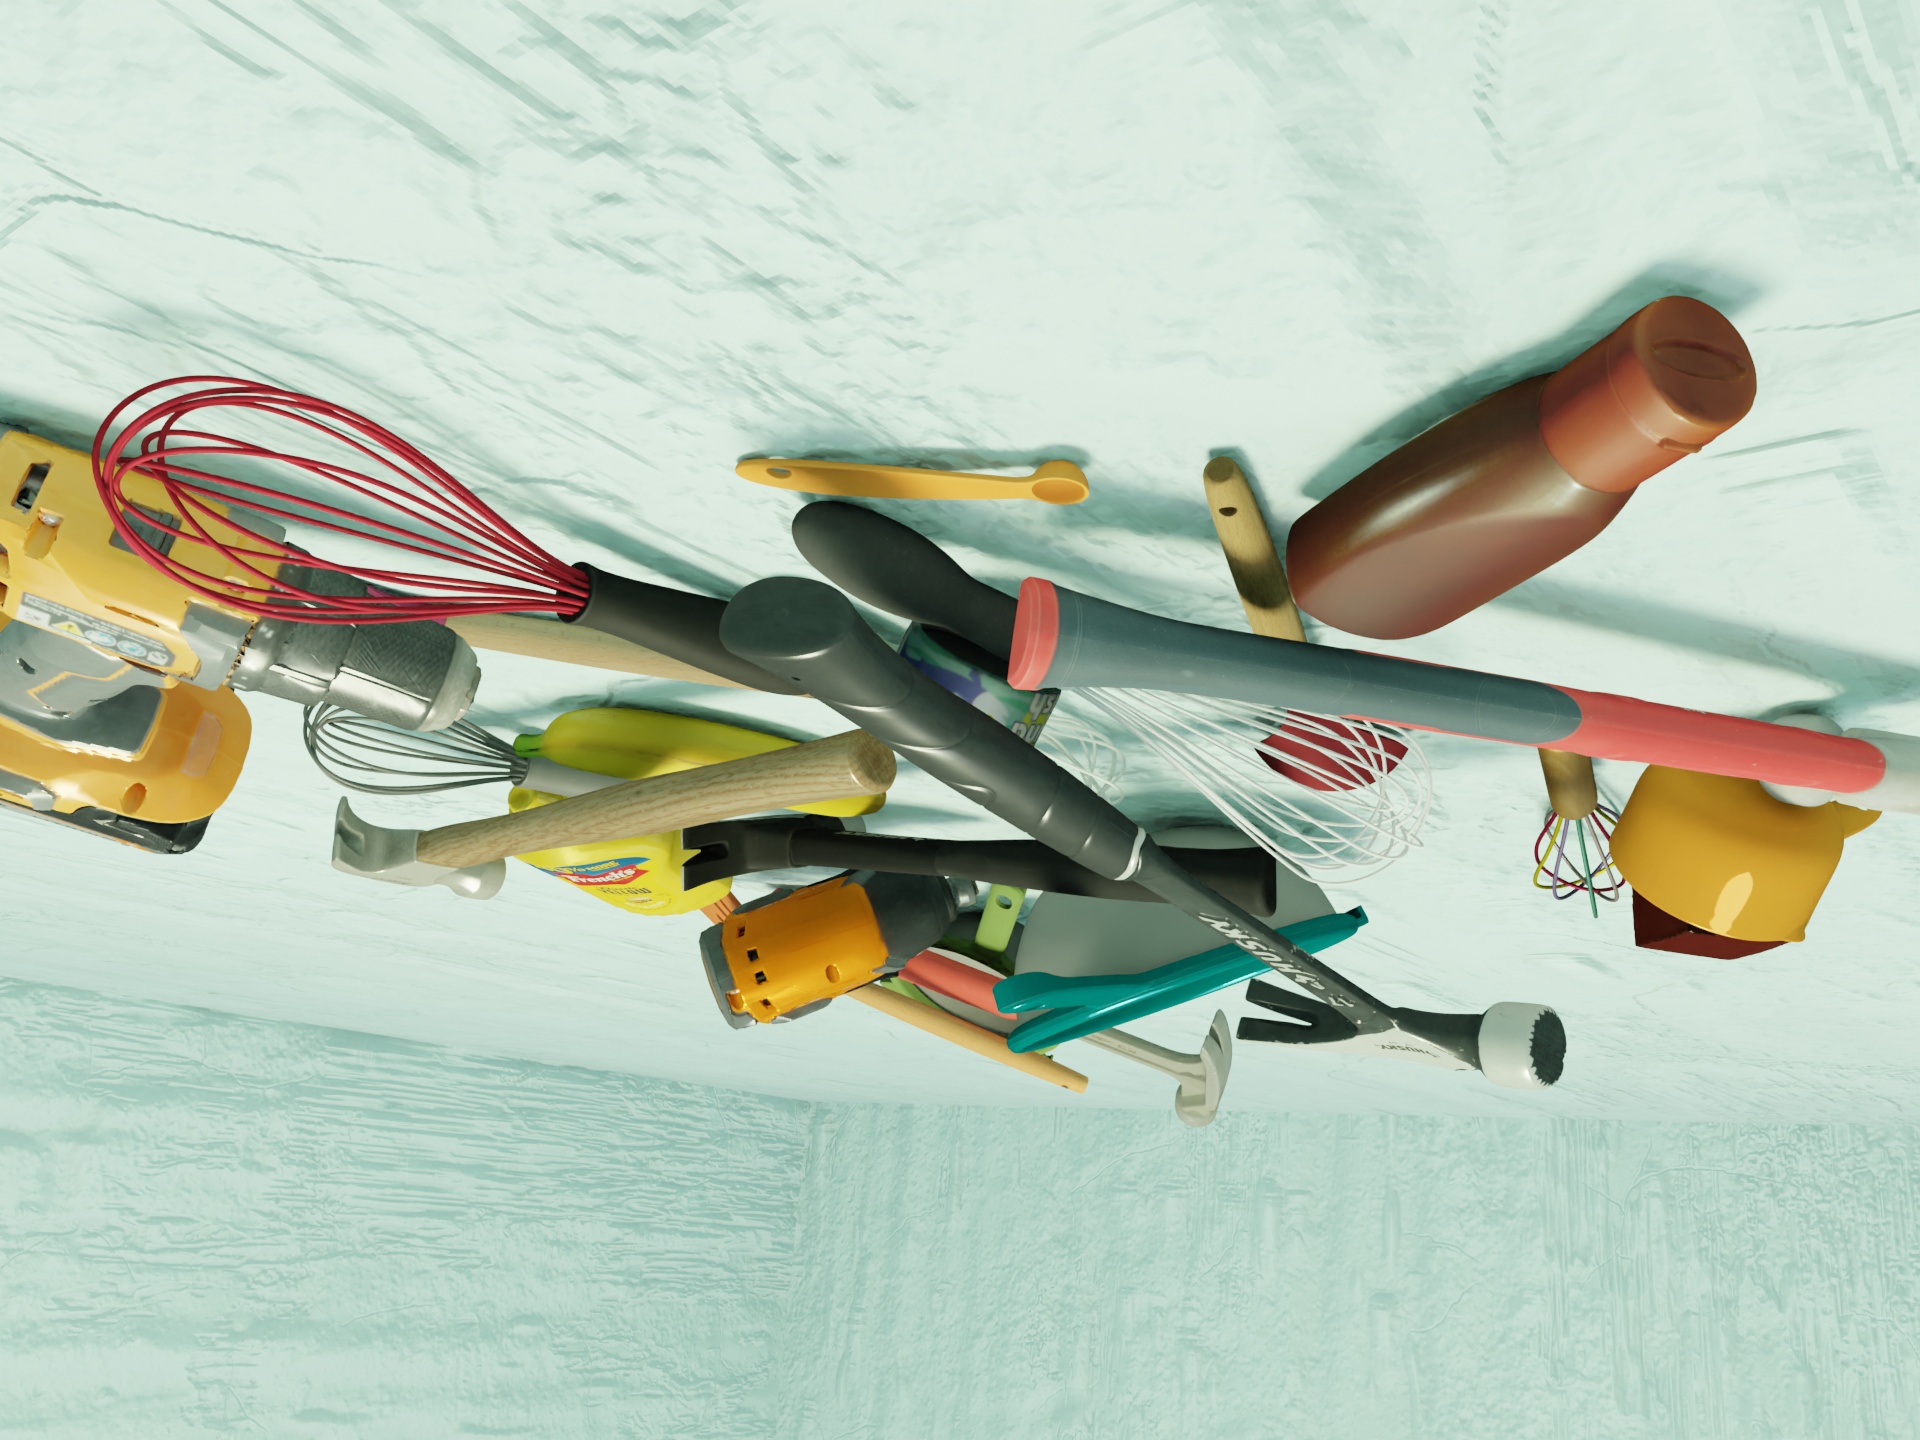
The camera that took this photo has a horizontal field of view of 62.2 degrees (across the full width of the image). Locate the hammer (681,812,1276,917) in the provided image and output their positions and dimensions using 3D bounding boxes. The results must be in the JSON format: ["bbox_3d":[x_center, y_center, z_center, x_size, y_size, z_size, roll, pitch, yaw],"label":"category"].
[{"bbox_3d":[0.006,0.070,0.796,0.335,0.035,0.146,1,-178,39],"label":"hammer"}]

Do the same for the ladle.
[{"bbox_3d":[0.131,-0.023,0.623,0.069,0.031,0.315,-2,160,20],"label":"ladle"}]

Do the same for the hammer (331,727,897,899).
[{"bbox_3d":[-0.175,0.045,0.761,0.331,0.031,0.130,-12,161,31],"label":"hammer"}]

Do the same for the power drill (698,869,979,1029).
[{"bbox_3d":[-0.077,0.135,1.001,0.164,0.084,0.226,-20,174,-9],"label":"power drill"}]

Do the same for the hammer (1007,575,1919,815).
[{"bbox_3d":[0.205,-0.002,0.552,0.386,0.038,0.143,8,-178,-18],"label":"hammer"}]

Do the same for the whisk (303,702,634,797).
[{"bbox_3d":[-0.228,0.025,0.835,0.238,0.055,0.055,15,160,-42],"label":"whisk"}]

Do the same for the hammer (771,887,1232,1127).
[{"bbox_3d":[0.017,0.189,1.132,0.359,0.037,0.149,18,150,18],"label":"hammer"}]

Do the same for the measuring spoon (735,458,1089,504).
[{"bbox_3d":[-0.016,-0.080,0.510,0.117,0.011,0.021,5,163,12],"label":"measuring spoon"}]

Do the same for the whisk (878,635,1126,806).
[{"bbox_3d":[-0.001,-0.002,0.698,0.058,0.059,0.246,-43,139,15],"label":"whisk"}]

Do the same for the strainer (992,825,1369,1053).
[{"bbox_3d":[0.086,0.108,0.862,0.211,0.095,0.340,-25,163,21],"label":"strainer"}]

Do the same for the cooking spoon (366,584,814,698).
[{"bbox_3d":[-0.190,-0.036,0.671,0.319,0.017,0.068,8,162,-9],"label":"cooking spoon"}]

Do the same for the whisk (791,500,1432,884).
[{"bbox_3d":[0.063,-0.009,0.586,0.284,0.070,0.070,25,156,-21],"label":"whisk"}]

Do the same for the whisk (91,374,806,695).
[{"bbox_3d":[-0.152,-0.049,0.561,0.073,0.073,0.295,-10,163,39],"label":"whisk"}]

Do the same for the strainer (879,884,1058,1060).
[{"bbox_3d":[0.028,0.161,1.190,0.151,0.069,0.256,25,146,8],"label":"strainer"}]

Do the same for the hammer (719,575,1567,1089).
[{"bbox_3d":[0.071,0.057,0.608,0.149,0.036,0.408,-5,149,47],"label":"hammer"}]

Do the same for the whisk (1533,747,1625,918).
[{"bbox_3d":[0.298,0.048,0.778,0.047,0.051,0.244,2,160,25],"label":"whisk"}]

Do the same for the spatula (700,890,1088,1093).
[{"bbox_3d":[-0.056,0.189,1.137,0.322,0.041,0.081,23,150,1],"label":"spatula"}]

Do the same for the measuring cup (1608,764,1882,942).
[{"bbox_3d":[0.372,0.040,0.716,0.173,0.095,0.052,-14,129,-29],"label":"measuring cup"}]

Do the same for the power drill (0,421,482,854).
[{"bbox_3d":[-0.305,-0.017,0.622,0.185,0.084,0.226,23,148,-26],"label":"power drill"}]
